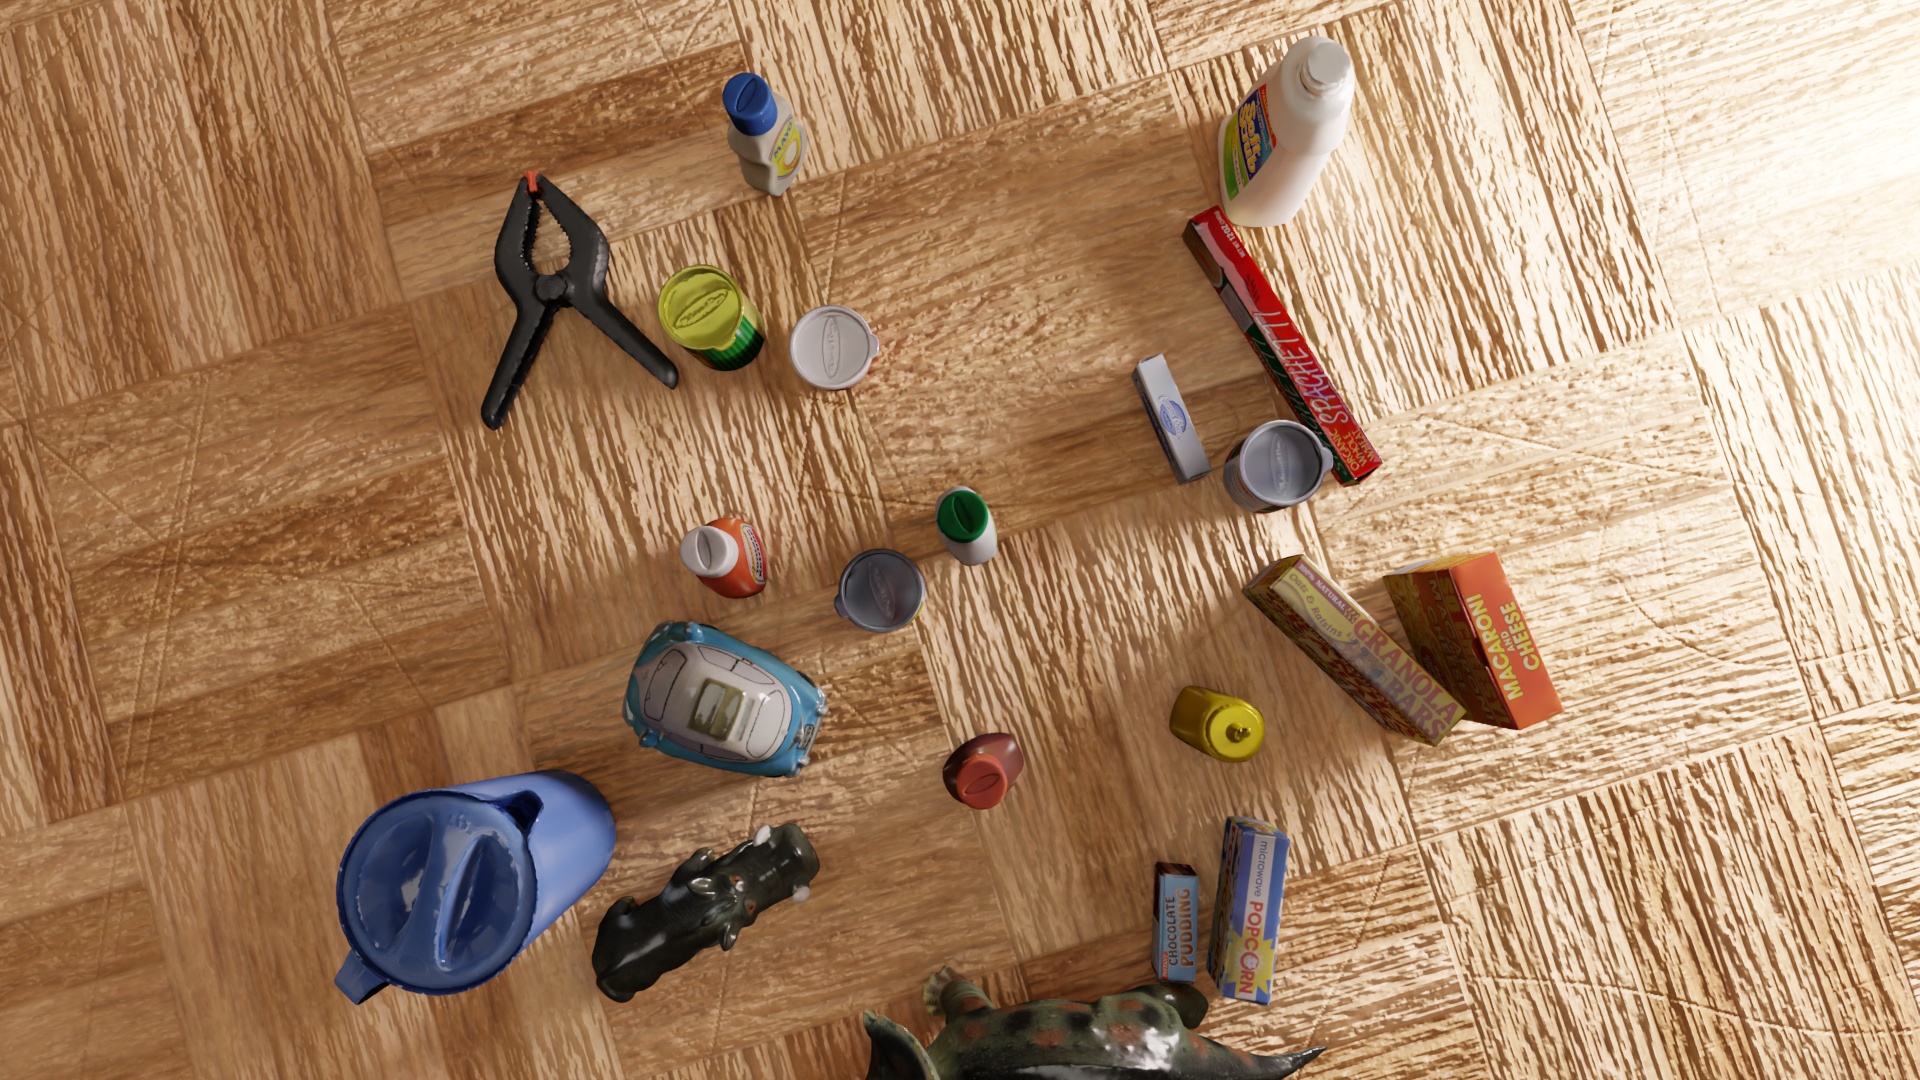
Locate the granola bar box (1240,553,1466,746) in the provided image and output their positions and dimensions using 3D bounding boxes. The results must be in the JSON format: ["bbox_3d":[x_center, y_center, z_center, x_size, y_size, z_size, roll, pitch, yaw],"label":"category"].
[{"bbox_3d":[0.298,0.082,1.065,0.165,0.124,0.039,44,89,4],"label":"granola bar box"}]

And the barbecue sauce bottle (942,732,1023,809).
[{"bbox_3d":[0.017,0.176,1.053,0.065,0.148,0.043,-26,86,0],"label":"barbecue sauce bottle"}]

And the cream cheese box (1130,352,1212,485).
[{"bbox_3d":[0.169,-0.096,1.116,0.024,0.053,0.104,-23,86,0],"label":"cream cheese box"}]

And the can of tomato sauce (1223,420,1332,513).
[{"bbox_3d":[0.248,-0.057,1.096,0.071,0.083,0.071,0,86,2],"label":"can of tomato sauce"}]

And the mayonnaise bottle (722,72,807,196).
[{"bbox_3d":[-0.155,-0.322,1.093,0.041,0.148,0.065,26,88,3],"label":"mayonnaise bottle"}]

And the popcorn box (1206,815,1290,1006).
[{"bbox_3d":[0.222,0.282,1.072,0.038,0.085,0.126,8,86,2],"label":"popcorn box"}]

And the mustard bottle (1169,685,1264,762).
[{"bbox_3d":[0.197,0.140,1.045,0.065,0.160,0.049,20,87,3],"label":"mustard bottle"}]

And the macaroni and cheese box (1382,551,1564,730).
[{"bbox_3d":[0.379,0.075,1.042,0.040,0.166,0.123,-22,86,0],"label":"macaroni and cheese box"}]

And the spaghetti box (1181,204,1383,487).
[{"bbox_3d":[0.258,-0.155,1.120,0.029,0.050,0.250,-32,86,0],"label":"spaghetti box"}]

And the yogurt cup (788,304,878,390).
[{"bbox_3d":[-0.102,-0.152,1.127,0.072,0.054,0.072,0,86,2],"label":"yogurt cup"}]

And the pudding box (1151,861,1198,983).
[{"bbox_3d":[0.168,0.299,1.090,0.030,0.049,0.083,2,86,2],"label":"pudding box"}]

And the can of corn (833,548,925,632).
[{"bbox_3d":[-0.064,0.041,1.110,0.071,0.058,0.071,0,86,2],"label":"can of corn"}]

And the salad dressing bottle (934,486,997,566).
[{"bbox_3d":[0.004,-0.013,1.067,0.044,0.147,0.064,-24,86,0],"label":"salad dressing bottle"}]

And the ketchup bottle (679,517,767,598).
[{"bbox_3d":[-0.183,0.012,1.070,0.043,0.149,0.064,-14,86,1],"label":"ketchup bottle"}]

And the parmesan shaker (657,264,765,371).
[{"bbox_3d":[-0.195,-0.172,1.106,0.071,0.103,0.071,0,86,2],"label":"parmesan shaker"}]
